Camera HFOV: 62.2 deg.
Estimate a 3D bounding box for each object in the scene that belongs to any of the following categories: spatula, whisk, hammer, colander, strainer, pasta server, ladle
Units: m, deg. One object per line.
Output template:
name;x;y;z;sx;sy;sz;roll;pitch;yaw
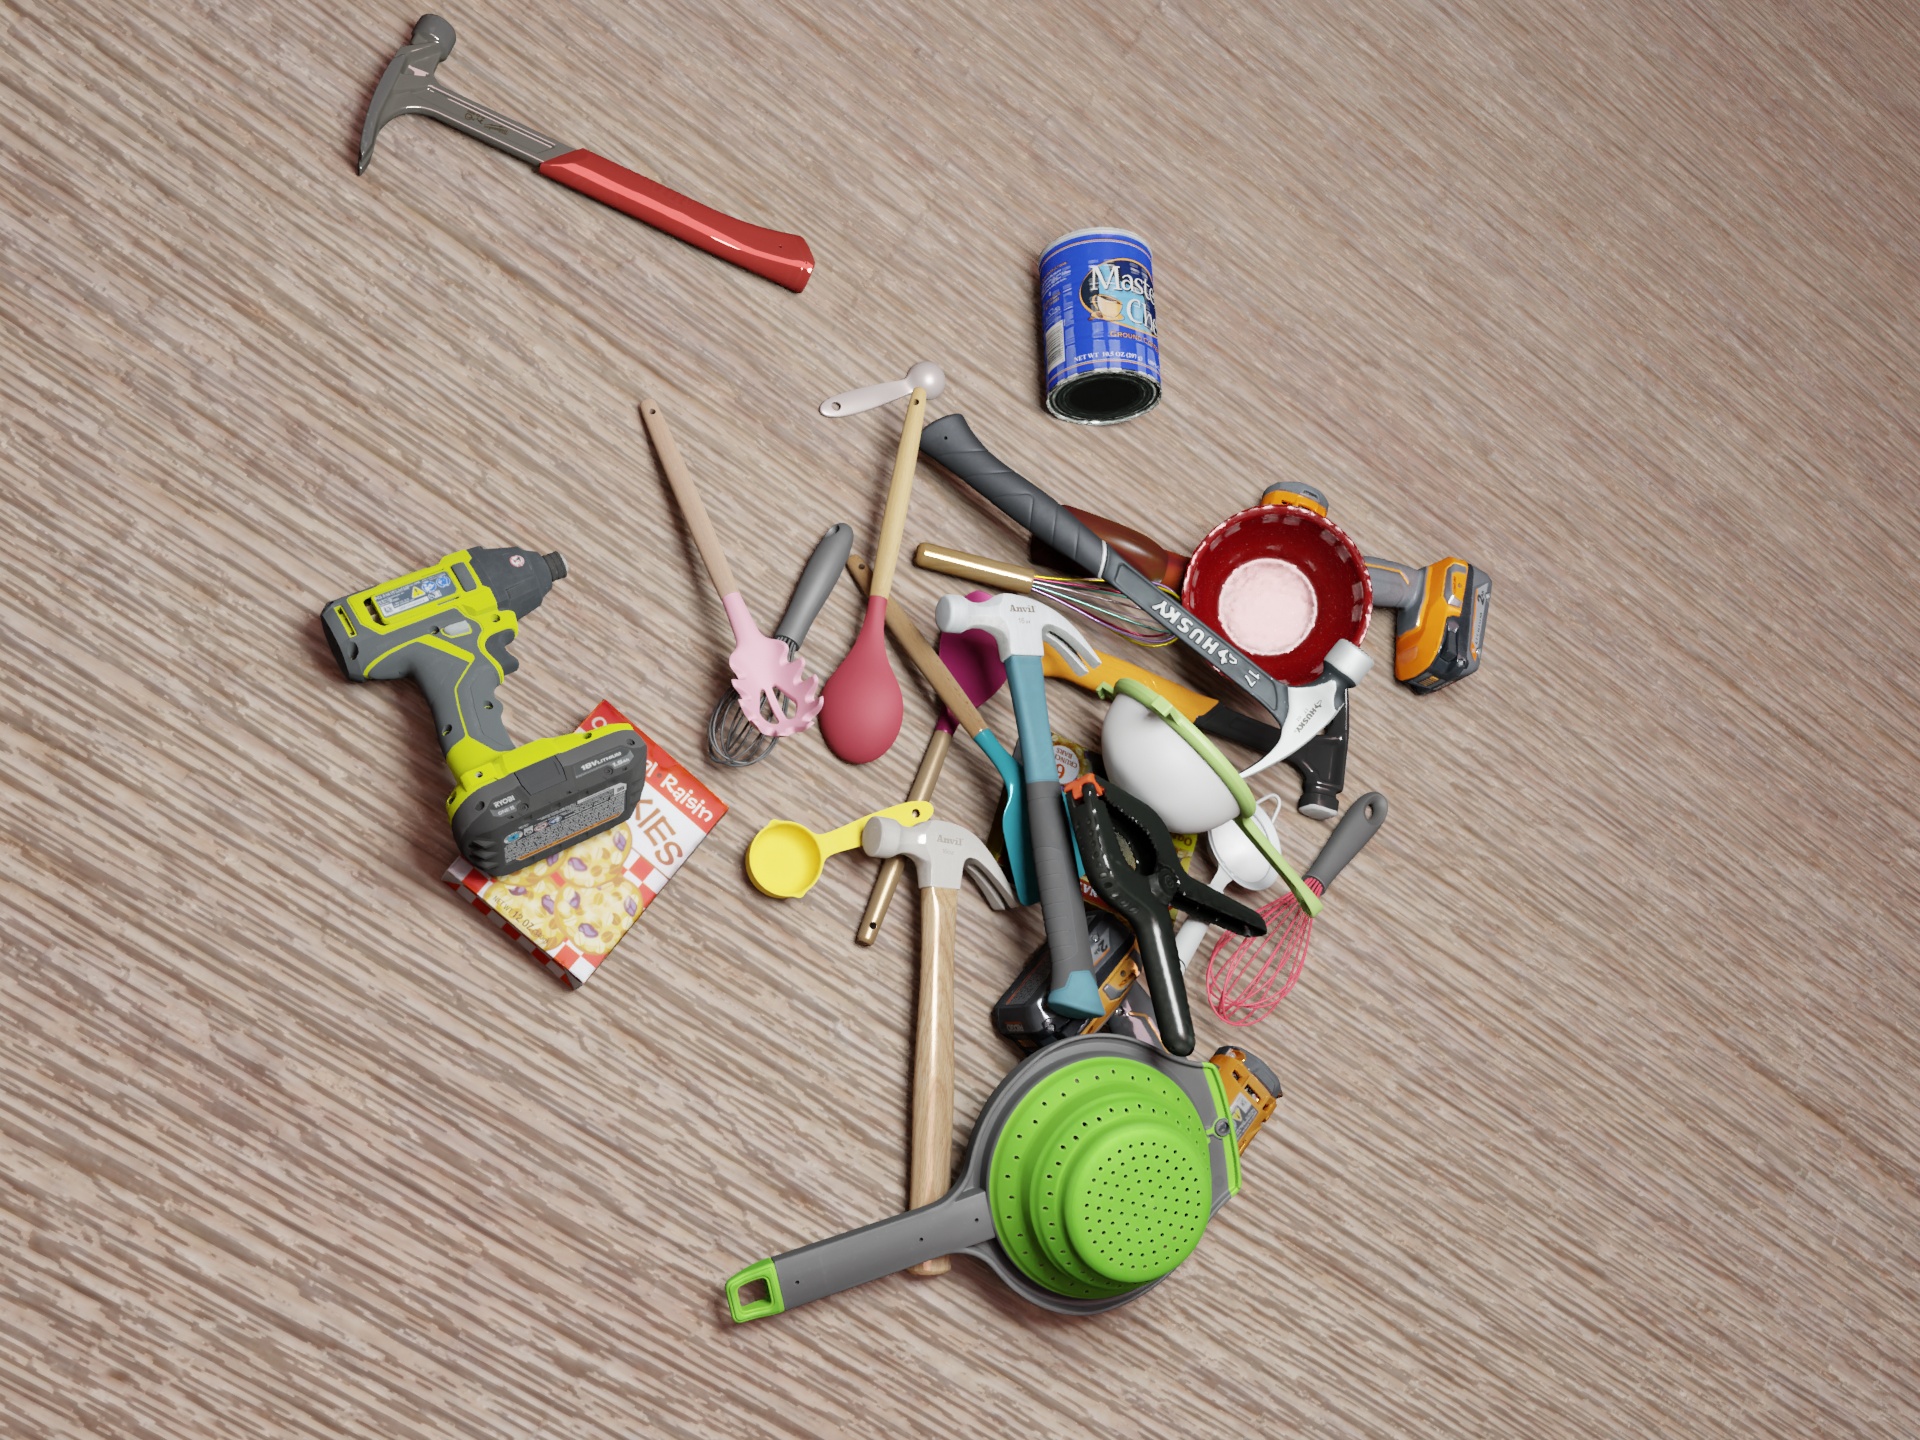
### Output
spatula;-0.002;-0.004;1.265;0.082;0.044;0.318;-30;74;-21
whisk;-0.133;-0.063;1.239;0.055;0.055;0.239;30;61;-13
hammer;-0.290;-0.428;1.283;0.359;0.036;0.149;22;67;-17
colander;0.036;0.352;1.111;0.397;0.094;0.204;-14;94;-18
whisk;0.293;0.154;1.361;0.073;0.073;0.296;49;55;-4
strainer;0.205;0.139;1.298;0.087;0.050;0.258;50;40;-7
strainer;0.191;0.080;1.266;0.069;0.151;0.256;-43;103;-6
whisk;0.079;-0.107;1.340;0.245;0.047;0.051;13;43;-12
hammer;0.193;-0.021;1.371;0.336;0.034;0.127;19;69;-20
hammer;0.128;-0.114;1.295;0.409;0.036;0.149;38;95;7
pasta server;-0.183;-0.120;1.203;0.060;0.040;0.316;-19;70;-17
ladle;-0.059;-0.121;1.269;0.069;0.031;0.315;7;76;11
hammer;-0.017;0.241;1.195;0.130;0.031;0.331;10;75;-34
hammer;0.063;0.061;1.209;0.128;0.033;0.331;0;72;-28

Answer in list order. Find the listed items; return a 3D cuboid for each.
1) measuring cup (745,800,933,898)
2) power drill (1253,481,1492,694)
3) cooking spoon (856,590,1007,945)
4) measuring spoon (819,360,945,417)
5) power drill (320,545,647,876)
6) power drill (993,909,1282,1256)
measuring cup;-0.092;0.092;1.218;0.156;0.029;0.062;-18;83;-27
power drill;0.364;-0.106;1.457;0.226;0.084;0.164;22;68;-12
cooking spoon;-0.023;0.033;1.274;0.068;0.017;0.319;29;65;-17
measuring spoon;-0.064;-0.280;1.350;0.124;0.018;0.034;-23;85;-27
power drill;-0.315;-0.020;1.100;0.171;0.080;0.223;-25;67;-26
power drill;0.128;0.284;1.236;0.226;0.084;0.185;47;64;-10
